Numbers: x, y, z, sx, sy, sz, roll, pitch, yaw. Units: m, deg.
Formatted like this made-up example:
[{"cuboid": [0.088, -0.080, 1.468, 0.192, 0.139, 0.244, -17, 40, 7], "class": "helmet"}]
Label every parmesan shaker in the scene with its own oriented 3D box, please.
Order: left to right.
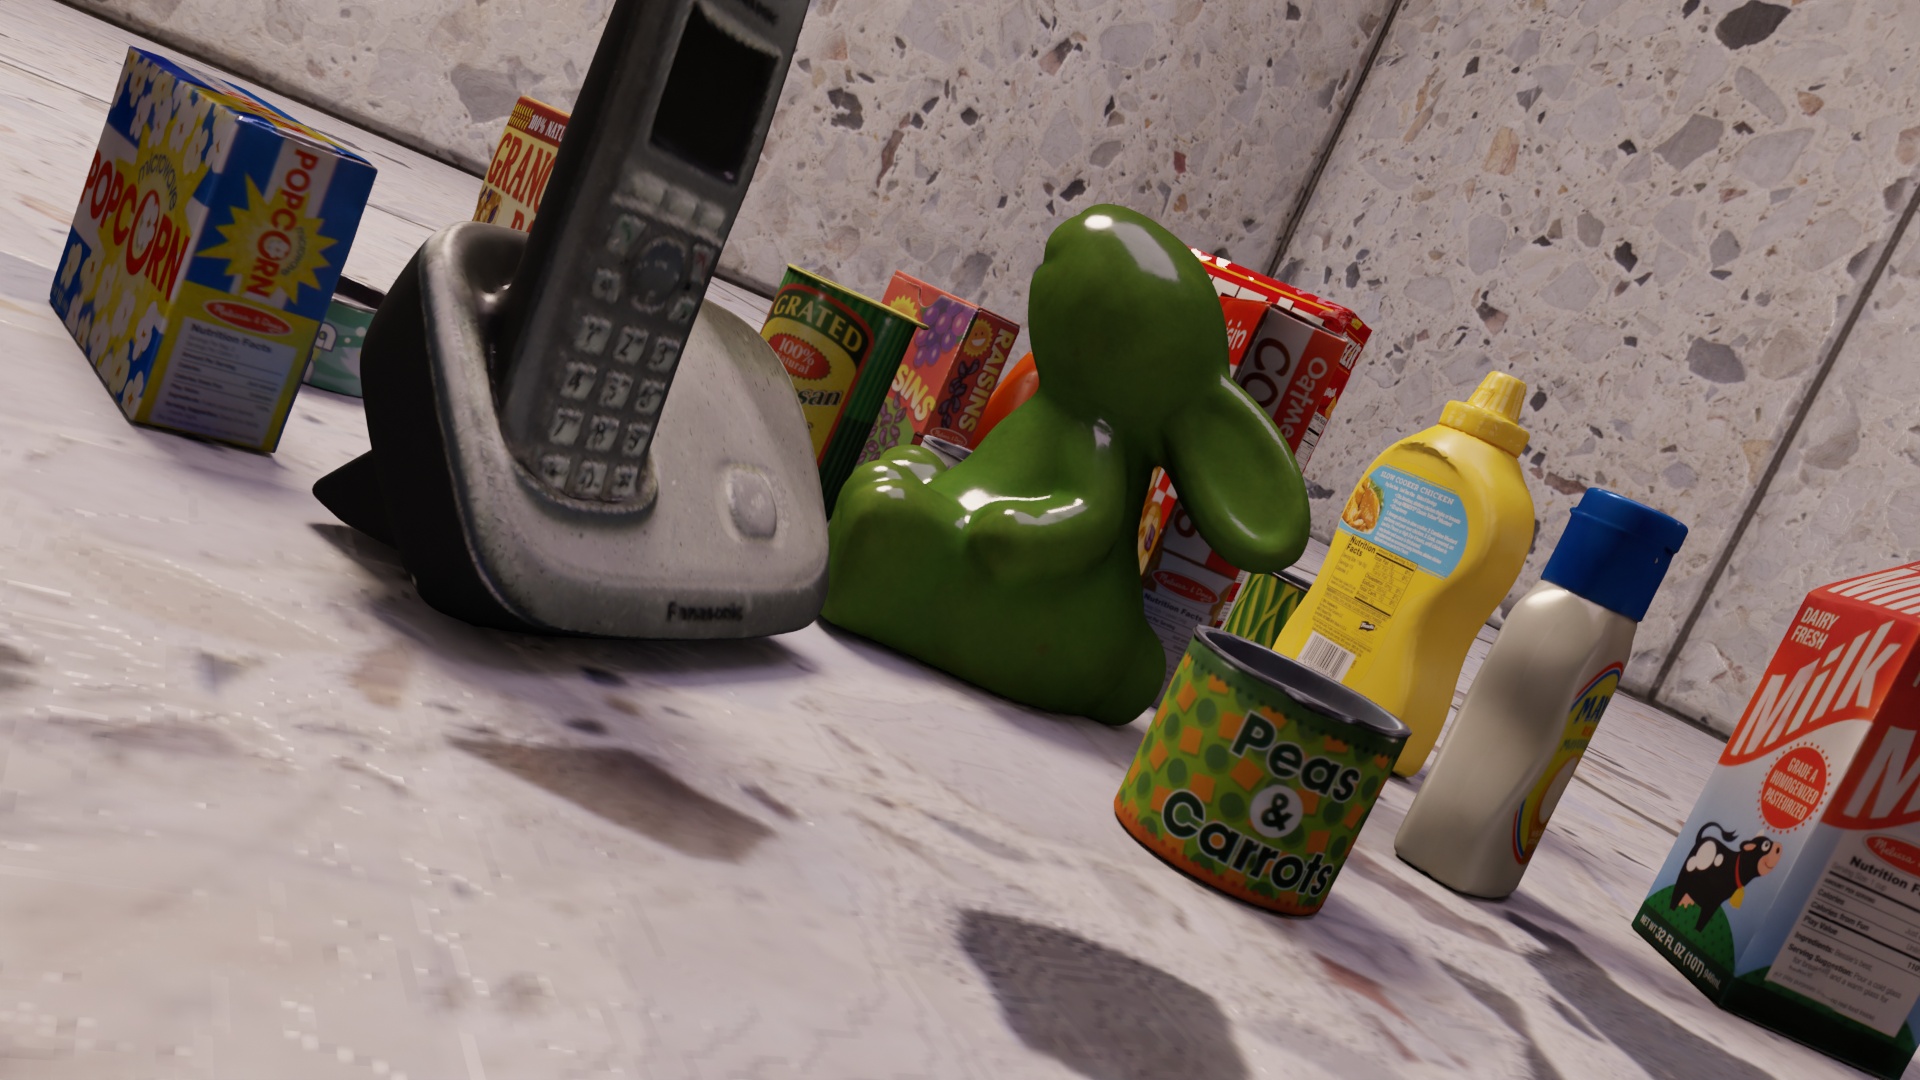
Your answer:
[{"cuboid": [-0.067, -0.067, 0.645, 0.071, 0.103, 0.071, 24, 8, -3], "class": "parmesan shaker"}]

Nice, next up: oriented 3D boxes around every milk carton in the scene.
[{"cuboid": [0.335, 0.086, 0.507, 0.073, 0.190, 0.072, 24, 7, -1], "class": "milk carton"}]

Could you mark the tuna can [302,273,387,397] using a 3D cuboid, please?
[{"cuboid": [-0.231, -0.078, 0.495, 0.071, 0.032, 0.071, 24, 8, -3], "class": "tuna can"}]

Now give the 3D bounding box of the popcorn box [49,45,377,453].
[{"cuboid": [-0.221, -0.088, 0.403, 0.038, 0.085, 0.127, 16, 11, -46], "class": "popcorn box"}]

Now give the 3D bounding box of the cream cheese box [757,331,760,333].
[{"cuboid": [-0.107, -0.099, 0.915, 0.104, 0.053, 0.024, 16, 11, -46], "class": "cream cheese box"}]

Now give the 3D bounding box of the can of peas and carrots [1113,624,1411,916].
[{"cuboid": [0.085, 0.065, 0.393, 0.071, 0.058, 0.071, 24, 8, -3], "class": "can of peas and carrots"}]

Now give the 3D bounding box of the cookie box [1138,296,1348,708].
[{"cuboid": [0.097, -0.024, 0.610, 0.040, 0.167, 0.123, 23, 8, -9], "class": "cookie box"}]

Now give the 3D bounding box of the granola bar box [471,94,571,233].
[{"cuboid": [-0.178, -0.120, 0.598, 0.039, 0.124, 0.166, 19, 9, -35], "class": "granola bar box"}]

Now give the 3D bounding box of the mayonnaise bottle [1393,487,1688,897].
[{"cuboid": [0.209, 0.055, 0.498, 0.041, 0.148, 0.065, 30, 10, 39], "class": "mayonnaise bottle"}]

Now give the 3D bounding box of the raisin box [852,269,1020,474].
[{"cuboid": [-0.027, -0.086, 0.810, 0.040, 0.123, 0.086, 17, 10, -43], "class": "raisin box"}]

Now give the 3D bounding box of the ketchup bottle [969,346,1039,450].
[{"cuboid": [0.043, -0.073, 0.841, 0.065, 0.148, 0.043, 26, 8, 16], "class": "ketchup bottle"}]

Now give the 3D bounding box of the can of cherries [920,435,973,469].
[{"cuboid": [0.002, -0.008, 0.624, 0.071, 0.058, 0.071, 24, 8, -3], "class": "can of cherries"}]

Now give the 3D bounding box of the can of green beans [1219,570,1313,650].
[{"cuboid": [0.177, 0.050, 0.756, 0.071, 0.057, 0.071, 24, 8, -3], "class": "can of green beans"}]
